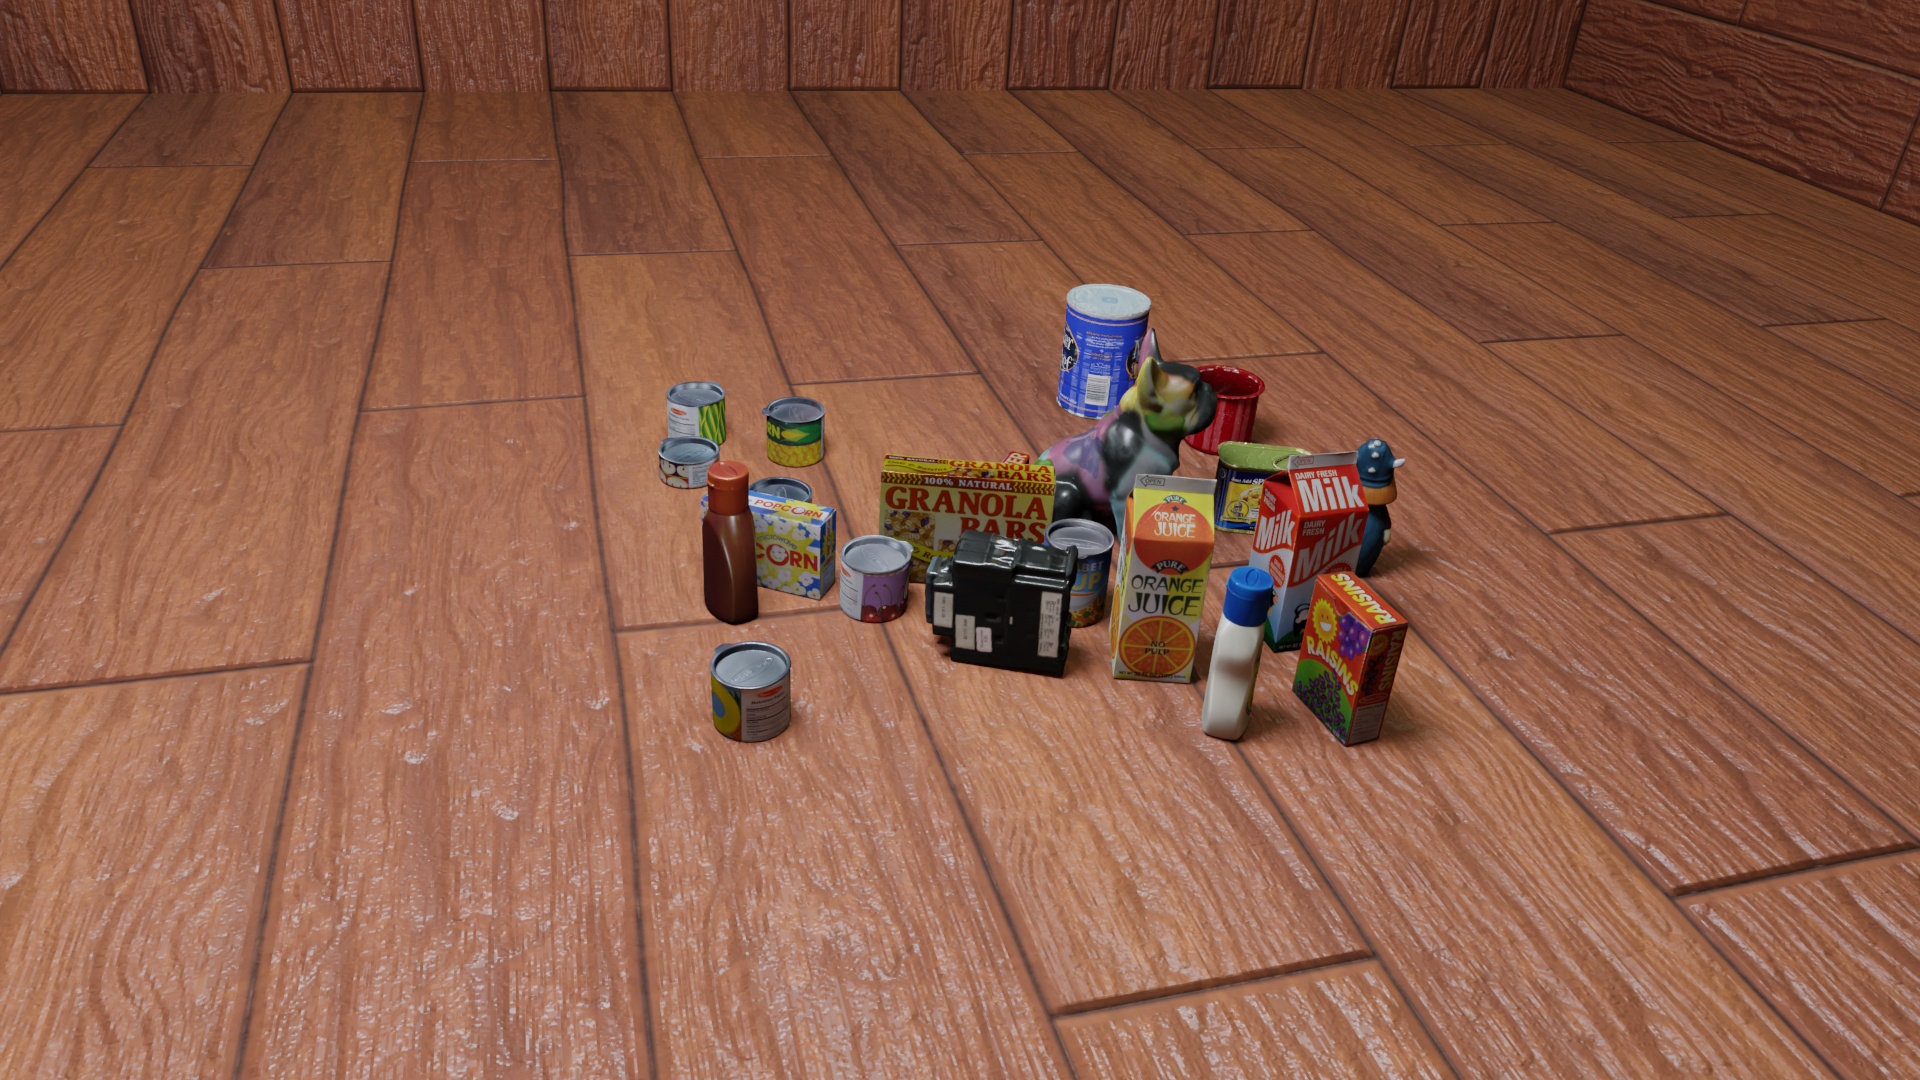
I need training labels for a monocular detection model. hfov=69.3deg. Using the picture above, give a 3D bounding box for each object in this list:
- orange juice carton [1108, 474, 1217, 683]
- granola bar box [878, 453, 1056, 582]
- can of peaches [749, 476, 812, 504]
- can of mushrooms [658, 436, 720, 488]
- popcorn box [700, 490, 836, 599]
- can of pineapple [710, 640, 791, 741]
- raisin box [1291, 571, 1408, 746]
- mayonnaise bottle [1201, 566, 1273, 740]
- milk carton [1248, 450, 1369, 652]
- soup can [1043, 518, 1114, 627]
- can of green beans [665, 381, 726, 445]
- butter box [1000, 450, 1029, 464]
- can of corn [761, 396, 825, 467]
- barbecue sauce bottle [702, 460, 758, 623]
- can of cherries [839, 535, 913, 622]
[{"bbox_3d":[0.179,0.027,1.231,0.072,0.191,0.073,4,31,0],"label":"orange juice carton"},{"bbox_3d":[0.005,-0.017,1.350,0.166,0.123,0.039,4,31,0],"label":"granola bar box"},{"bbox_3d":[-0.185,-0.024,1.403,0.071,0.057,0.071,3,31,-2],"label":"can of peaches"},{"bbox_3d":[-0.298,-0.086,1.517,0.071,0.033,0.071,3,31,-2],"label":"can of mushrooms"},{"bbox_3d":[-0.185,0.001,1.336,0.127,0.084,0.038,12,32,13],"label":"popcorn box"},{"bbox_3d":[-0.175,0.125,1.156,0.071,0.057,0.071,3,31,-2],"label":"can of pineapple"},{"bbox_3d":[0.332,0.101,1.194,0.040,0.122,0.086,-8,33,-19],"label":"raisin box"},{"bbox_3d":[0.234,0.093,1.170,0.041,0.147,0.065,12,32,14],"label":"mayonnaise bottle"},{"bbox_3d":[0.321,0.003,1.290,0.072,0.189,0.074,-5,32,-16],"label":"milk carton"},{"bbox_3d":[0.108,0.033,1.319,0.071,0.083,0.072,3,31,-2],"label":"soup can"},{"bbox_3d":[-0.302,-0.142,1.587,0.071,0.057,0.071,3,31,-2],"label":"can of green beans"},{"bbox_3d":[0.045,-0.050,1.479,0.024,0.052,0.104,15,32,17],"label":"butter box"},{"bbox_3d":[-0.189,-0.122,1.567,0.071,0.058,0.071,3,31,-2],"label":"can of corn"},{"bbox_3d":[-0.212,0.000,1.272,0.044,0.147,0.065,-18,37,-32],"label":"barbecue sauce bottle"},{"bbox_3d":[-0.079,0.036,1.315,0.071,0.058,0.072,3,31,-2],"label":"can of cherries"}]
